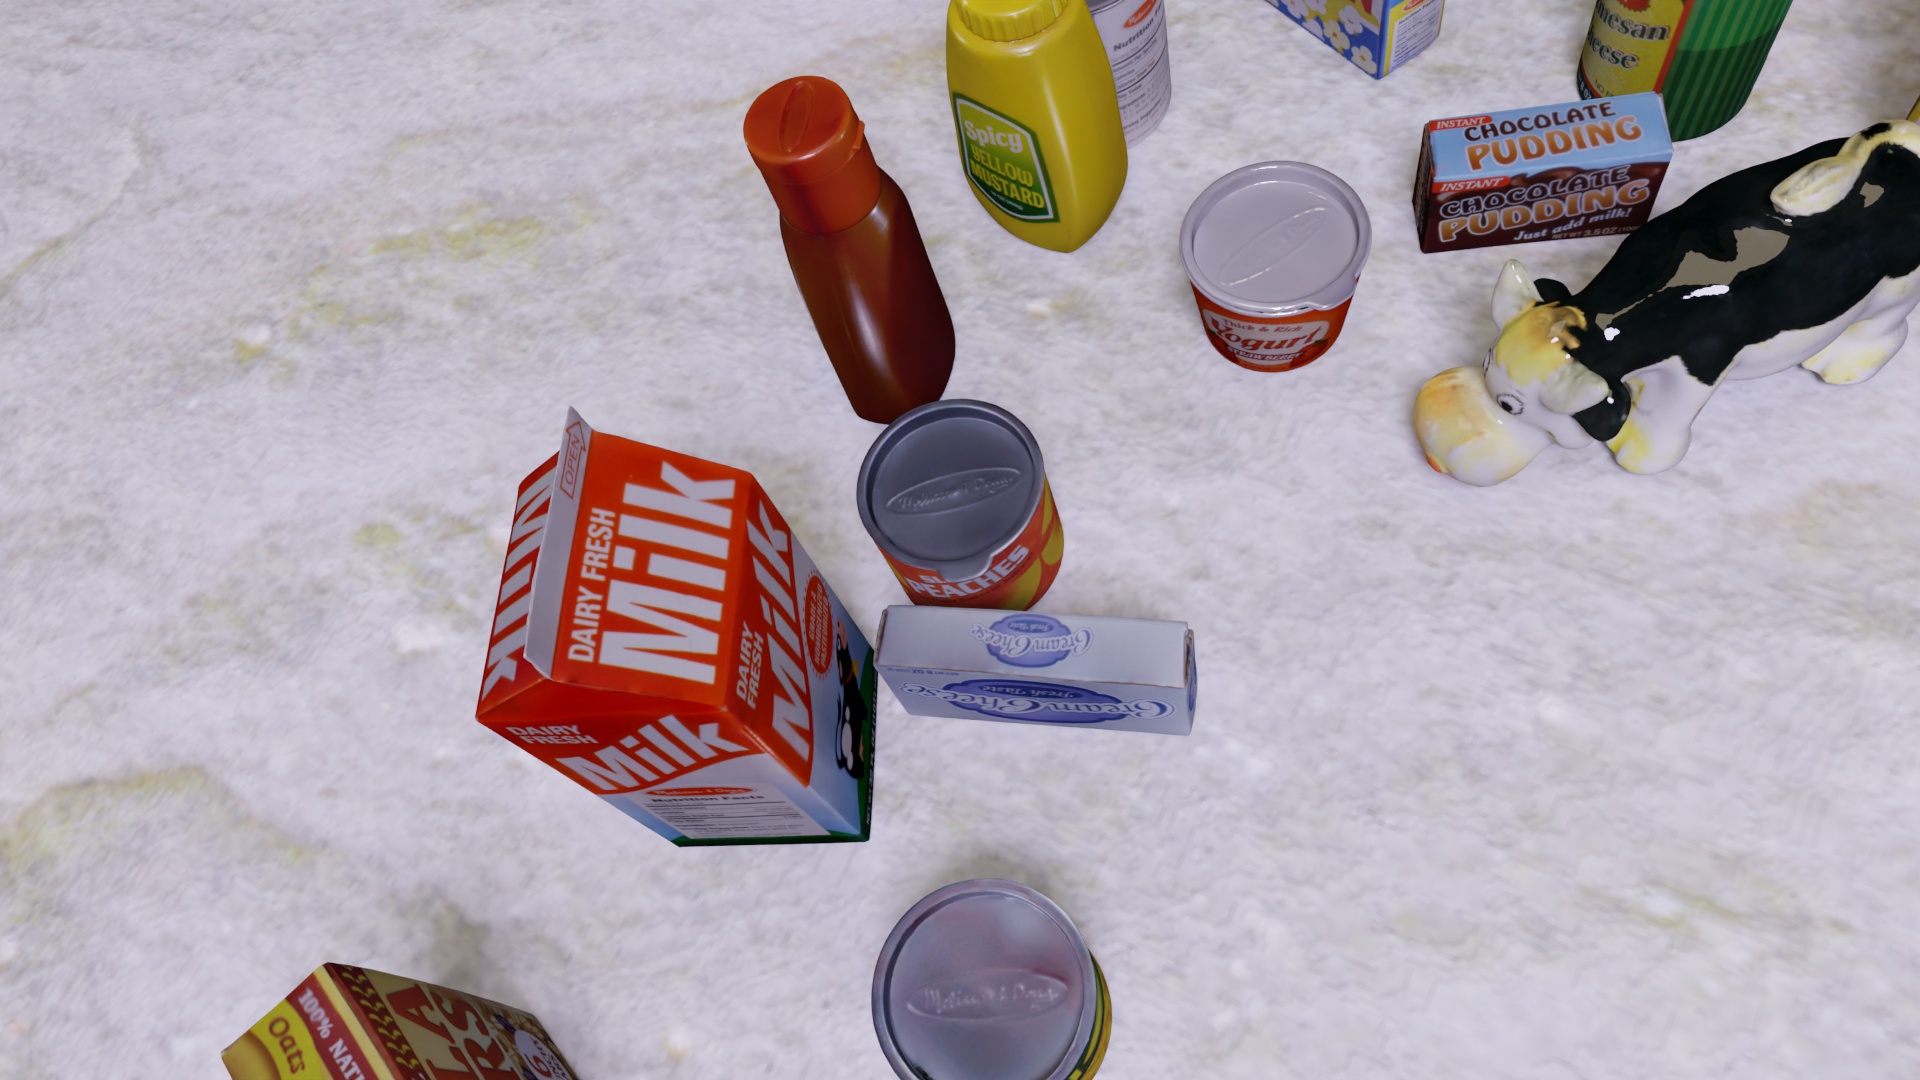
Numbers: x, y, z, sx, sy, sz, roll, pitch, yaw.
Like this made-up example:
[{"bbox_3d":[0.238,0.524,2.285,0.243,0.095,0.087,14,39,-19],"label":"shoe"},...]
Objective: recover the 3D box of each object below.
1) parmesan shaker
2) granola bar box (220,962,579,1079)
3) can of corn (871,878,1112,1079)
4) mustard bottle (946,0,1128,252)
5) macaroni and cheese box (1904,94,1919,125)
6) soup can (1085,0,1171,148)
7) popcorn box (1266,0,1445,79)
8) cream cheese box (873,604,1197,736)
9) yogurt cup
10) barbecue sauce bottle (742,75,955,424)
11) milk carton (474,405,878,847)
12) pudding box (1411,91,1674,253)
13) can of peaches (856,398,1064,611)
[{"bbox_3d":[0.272,-0.203,0.511,0.071,0.102,0.071,-5,64,10],"label":"parmesan shaker"},{"bbox_3d":[-0.119,0.200,0.389,0.039,0.123,0.166,-42,64,-9],"label":"granola bar box"},{"bbox_3d":[0.012,0.145,0.425,0.071,0.058,0.071,-5,64,10],"label":"can of corn"},{"bbox_3d":[0.024,-0.173,0.517,0.065,0.159,0.049,31,75,23],"label":"mustard bottle"},{"bbox_3d":[0.372,-0.203,0.455,0.040,0.166,0.124,31,75,23],"label":"macaroni and cheese box"},{"bbox_3d":[0.050,-0.211,0.573,0.071,0.083,0.071,-5,64,10],"label":"soup can"},{"bbox_3d":[0.145,-0.262,0.576,0.038,0.085,0.127,-38,63,-7],"label":"popcorn box"},{"bbox_3d":[0.028,0.044,0.472,0.104,0.053,0.024,3,66,13],"label":"cream cheese box"},{"bbox_3d":[0.118,-0.100,0.522,0.072,0.053,0.072,-5,64,10],"label":"yogurt cup"},{"bbox_3d":[-0.037,-0.103,0.503,0.044,0.148,0.065,3,66,13],"label":"barbecue sauce bottle"},{"bbox_3d":[-0.083,0.036,0.422,0.073,0.190,0.072,-4,65,10],"label":"milk carton"},{"bbox_3d":[0.216,-0.137,0.521,0.084,0.049,0.030,-4,64,10],"label":"pudding box"},{"bbox_3d":[0.002,-0.006,0.499,0.071,0.058,0.071,-5,64,10],"label":"can of peaches"}]
